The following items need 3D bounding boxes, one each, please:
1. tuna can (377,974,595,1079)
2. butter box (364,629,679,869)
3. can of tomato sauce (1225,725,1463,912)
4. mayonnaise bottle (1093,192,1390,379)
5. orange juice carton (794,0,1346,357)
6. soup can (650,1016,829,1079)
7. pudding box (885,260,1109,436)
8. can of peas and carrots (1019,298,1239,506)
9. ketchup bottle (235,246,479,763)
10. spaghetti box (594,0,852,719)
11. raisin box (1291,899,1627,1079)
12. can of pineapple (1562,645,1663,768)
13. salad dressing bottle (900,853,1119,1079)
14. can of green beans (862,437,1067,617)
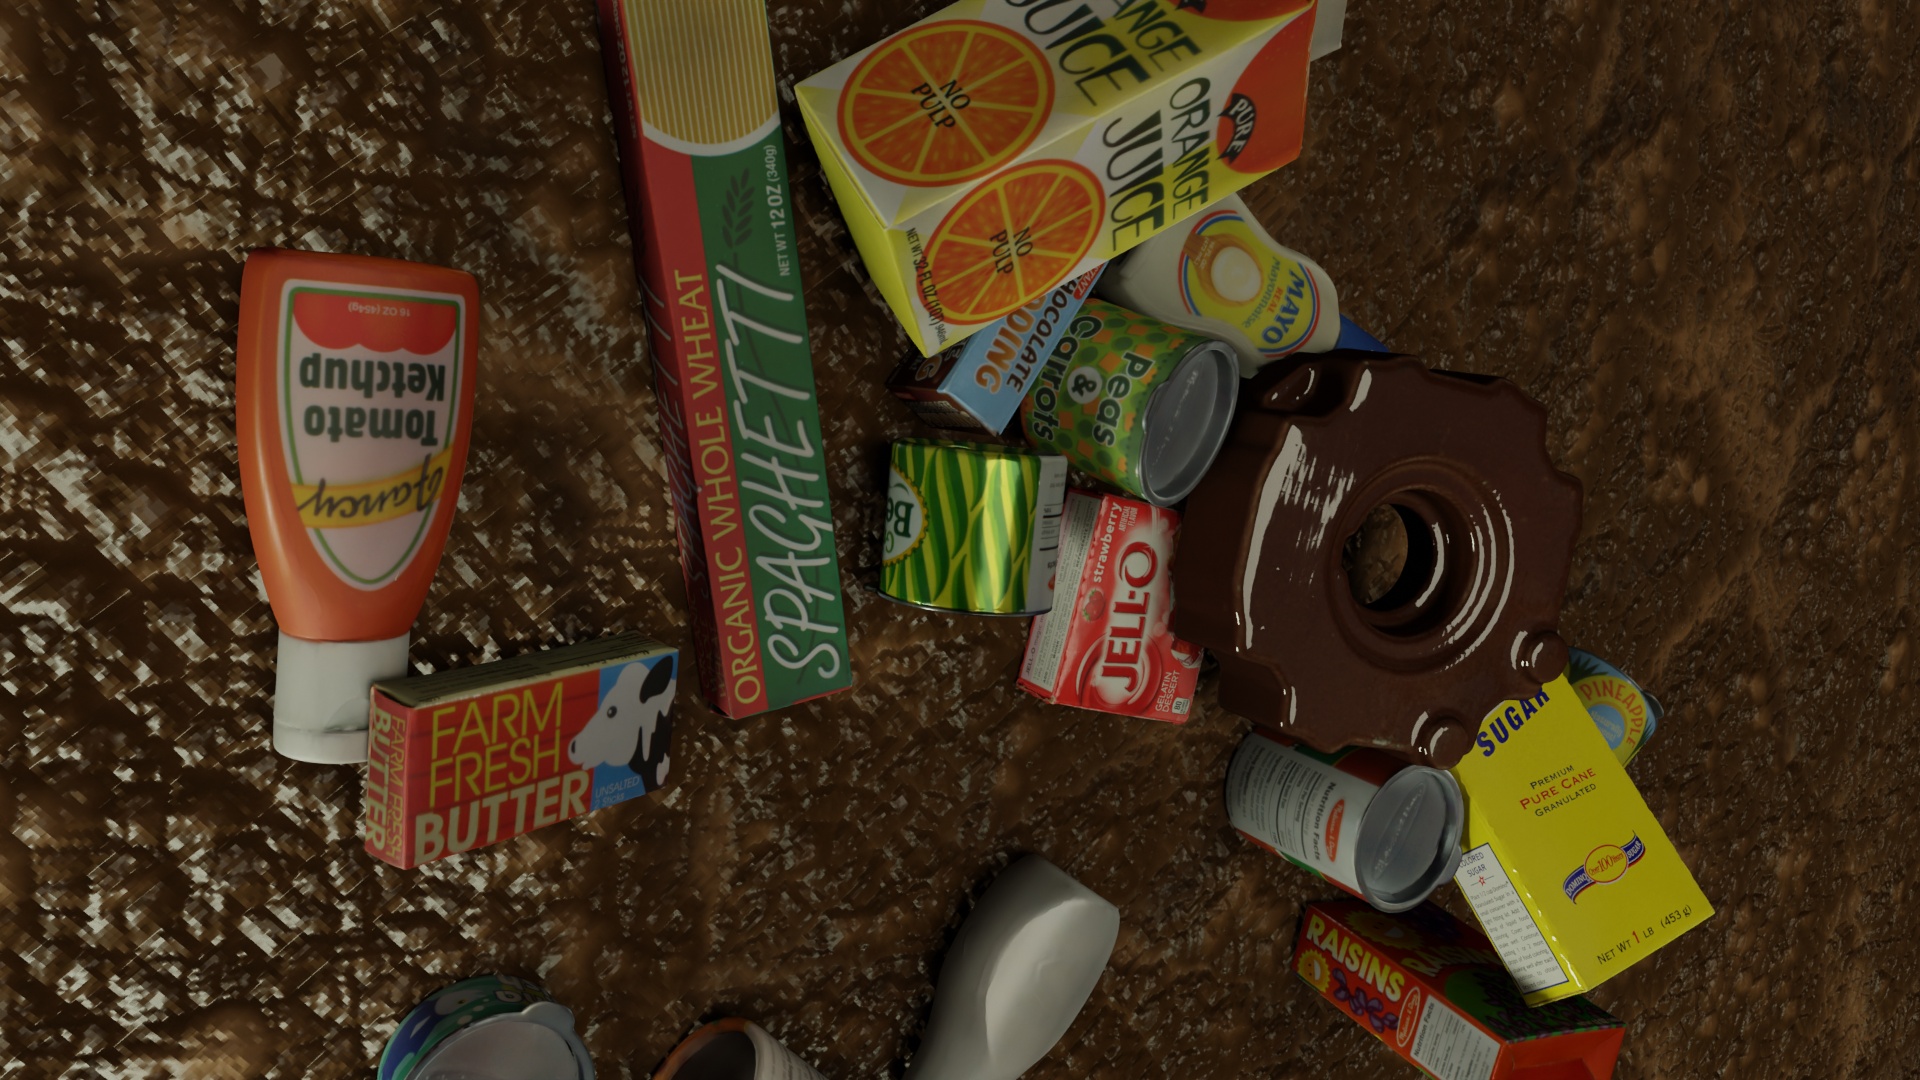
[{"bbox_3d":[-0.159,0.182,0.469,0.071,0.033,0.071,-6,102,-30],"label":"tuna can"},{"bbox_3d":[-0.137,0.064,0.442,0.104,0.024,0.053,-10,110,-54],"label":"butter box"},{"bbox_3d":[0.173,0.120,0.627,0.071,0.083,0.071,-6,103,-30],"label":"can of tomato sauce"},{"bbox_3d":[0.122,-0.100,0.581,0.148,0.041,0.065,26,89,-31],"label":"mayonnaise bottle"},{"bbox_3d":[0.050,-0.149,0.466,0.193,0.073,0.071,-29,152,-5],"label":"orange juice carton"},{"bbox_3d":[-0.072,0.226,0.512,0.071,0.071,0.083,-49,118,-14],"label":"soup can"},{"bbox_3d":[0.014,-0.081,0.515,0.030,0.049,0.084,38,79,-29],"label":"pudding box"},{"bbox_3d":[0.063,-0.054,0.530,0.071,0.059,0.070,-34,137,-39],"label":"can of peas and carrots"},{"bbox_3d":[-0.182,-0.010,0.415,0.065,0.043,0.148,1,99,-37],"label":"ketchup bottle"},{"bbox_3d":[-0.078,-0.060,0.476,0.050,0.029,0.249,-13,105,-28],"label":"spaghetti box"},{"bbox_3d":[0.230,0.214,0.653,0.086,0.123,0.040,5,103,-31],"label":"raisin box"},{"bbox_3d":[0.313,0.097,0.715,0.058,0.071,0.071,-43,118,-17],"label":"can of pineapple"},{"bbox_3d":[0.008,0.202,0.567,0.064,0.044,0.148,40,79,-32],"label":"salad dressing bottle"},{"bbox_3d":[0.004,-0.006,0.513,0.071,0.071,0.057,2,98,-31],"label":"can of green beans"}]
